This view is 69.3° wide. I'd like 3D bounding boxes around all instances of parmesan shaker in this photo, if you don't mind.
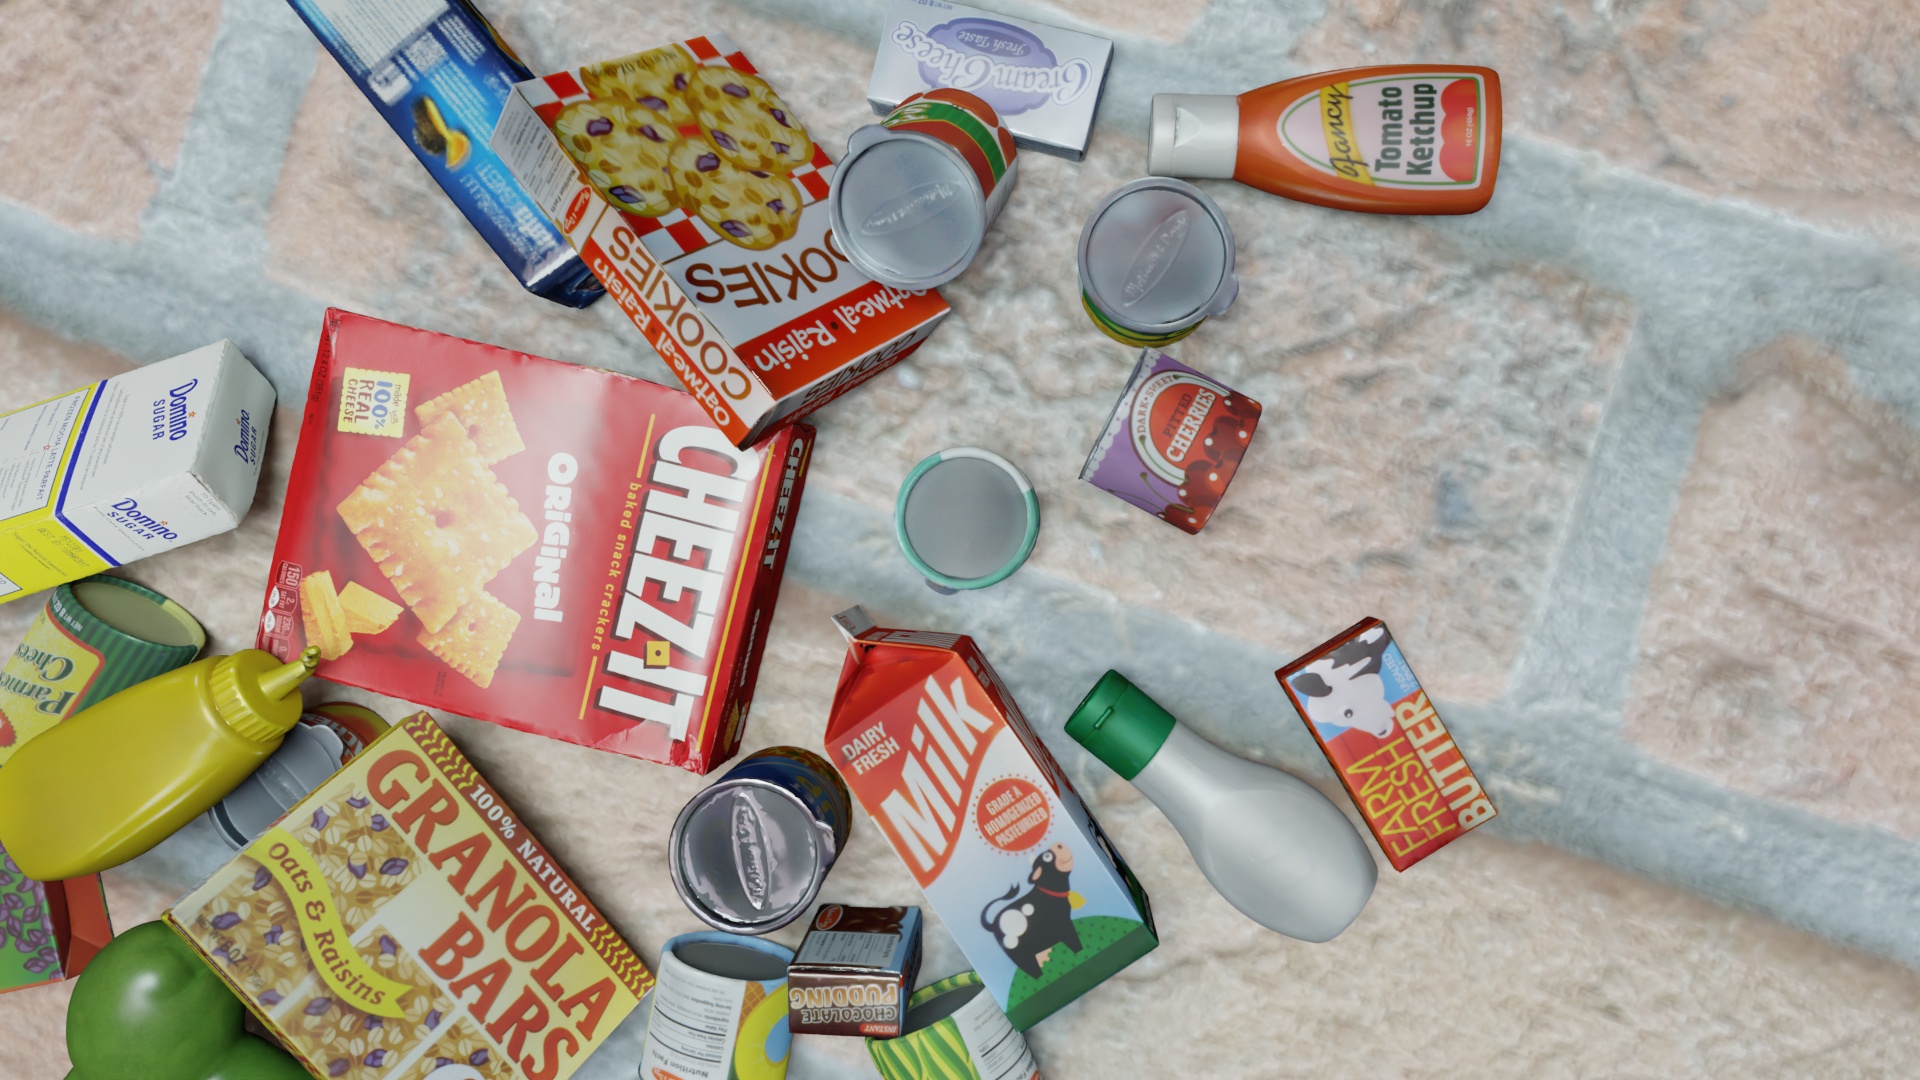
[{"bbox_3d":[-0.414,0.073,0.649,0.071,0.071,0.103,34,93,3],"label":"parmesan shaker"}]

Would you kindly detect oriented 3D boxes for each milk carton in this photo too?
[{"bbox_3d":[0.003,0.109,0.615,0.073,0.072,0.190,-34,88,4],"label":"milk carton"}]

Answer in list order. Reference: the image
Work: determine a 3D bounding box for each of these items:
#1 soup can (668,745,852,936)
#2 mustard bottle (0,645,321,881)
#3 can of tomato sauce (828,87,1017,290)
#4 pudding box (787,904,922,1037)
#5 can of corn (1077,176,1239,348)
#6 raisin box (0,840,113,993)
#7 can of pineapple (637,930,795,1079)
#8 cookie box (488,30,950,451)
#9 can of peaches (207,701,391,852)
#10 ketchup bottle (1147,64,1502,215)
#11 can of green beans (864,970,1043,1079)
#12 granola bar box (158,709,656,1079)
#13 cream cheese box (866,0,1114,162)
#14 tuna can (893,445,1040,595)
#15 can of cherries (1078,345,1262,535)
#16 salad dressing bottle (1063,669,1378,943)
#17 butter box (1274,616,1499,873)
[{"bbox_3d":[-0.083,0.130,0.615,0.071,0.084,0.071,0,91,4],"label":"soup can"},{"bbox_3d":[-0.333,0.087,0.592,0.160,0.049,0.065,-29,83,8],"label":"mustard bottle"},{"bbox_3d":[-0.015,-0.155,0.598,0.071,0.083,0.070,6,121,10],"label":"can of tomato sauce"},{"bbox_3d":[-0.045,0.188,0.614,0.050,0.084,0.030,1,94,4],"label":"pudding box"},{"bbox_3d":[0.087,-0.119,0.614,0.071,0.058,0.071,0,91,4],"label":"can of corn"},{"bbox_3d":[-0.483,0.177,0.667,0.123,0.040,0.086,-12,91,5],"label":"raisin box"},{"bbox_3d":[-0.107,0.215,0.628,0.071,0.071,0.058,11,91,4],"label":"can of pineapple"},{"bbox_3d":[-0.099,-0.133,0.600,0.167,0.123,0.040,51,135,2],"label":"cookie box"},{"bbox_3d":[-0.300,0.109,0.644,0.071,0.058,0.071,0,90,5],"label":"can of peaches"},{"bbox_3d":[0.159,-0.178,0.616,0.149,0.043,0.064,2,91,5],"label":"ketchup bottle"},{"bbox_3d":[-0.002,0.233,0.619,0.071,0.071,0.058,-25,89,4],"label":"can of green beans"},{"bbox_3d":[-0.231,0.176,0.598,0.125,0.039,0.165,-45,105,-35],"label":"granola bar box"},{"bbox_3d":[0.014,-0.212,0.636,0.104,0.024,0.053,14,93,4],"label":"cream cheese box"},{"bbox_3d":[0.002,-0.008,0.634,0.071,0.033,0.071,0,90,4],"label":"tuna can"},{"bbox_3d":[0.092,-0.044,0.608,0.058,0.071,0.071,28,93,3],"label":"can of cherries"},{"bbox_3d":[0.115,0.117,0.622,0.148,0.044,0.064,39,95,4],"label":"salad dressing bottle"},{"bbox_3d":[0.191,0.091,0.625,0.053,0.024,0.103,-31,88,3],"label":"butter box"}]
